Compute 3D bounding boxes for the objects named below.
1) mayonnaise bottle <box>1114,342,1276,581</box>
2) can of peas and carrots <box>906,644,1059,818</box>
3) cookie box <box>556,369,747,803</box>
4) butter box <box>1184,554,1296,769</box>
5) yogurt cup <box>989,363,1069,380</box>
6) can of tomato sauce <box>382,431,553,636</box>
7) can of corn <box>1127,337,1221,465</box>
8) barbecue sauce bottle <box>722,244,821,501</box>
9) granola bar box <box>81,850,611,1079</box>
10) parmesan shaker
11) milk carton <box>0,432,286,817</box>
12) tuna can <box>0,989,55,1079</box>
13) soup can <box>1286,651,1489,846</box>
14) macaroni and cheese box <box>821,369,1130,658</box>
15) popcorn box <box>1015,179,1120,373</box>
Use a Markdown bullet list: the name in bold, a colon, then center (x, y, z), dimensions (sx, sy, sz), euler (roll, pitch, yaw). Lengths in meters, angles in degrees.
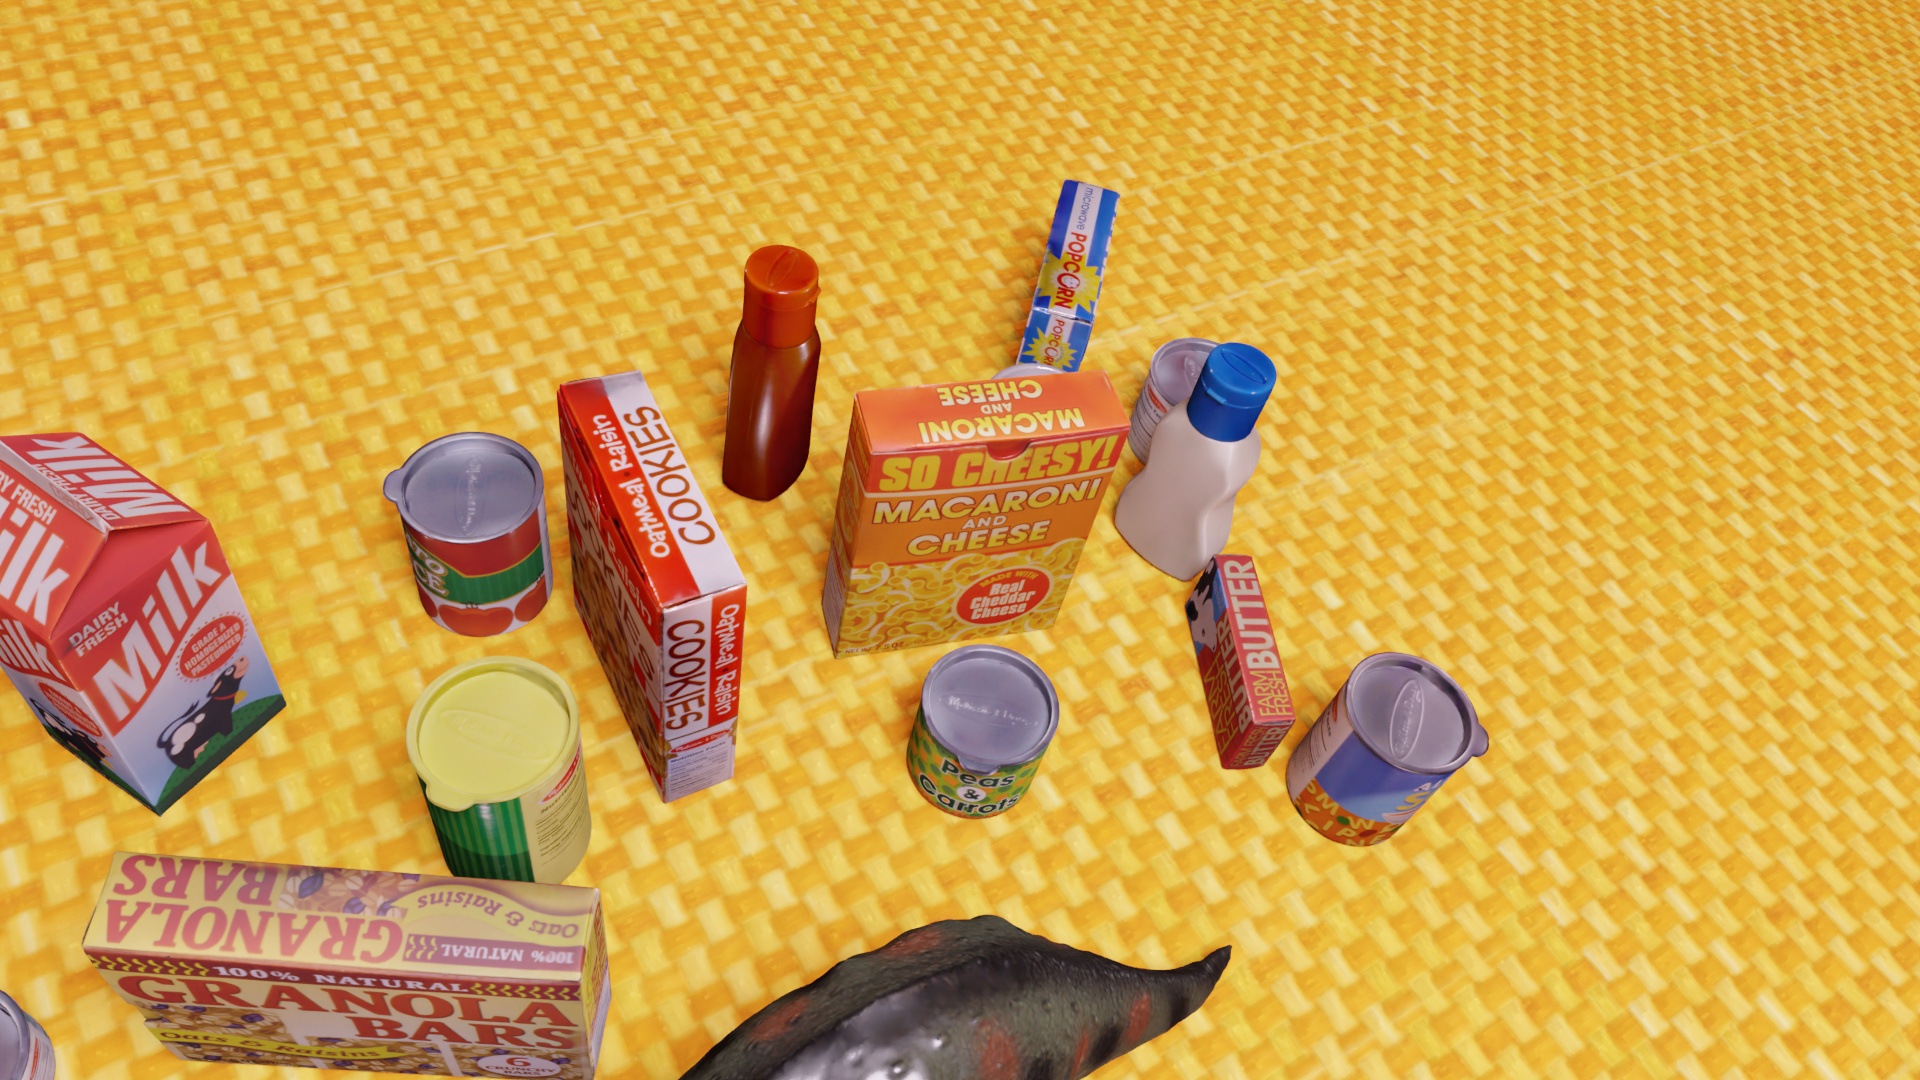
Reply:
- **mayonnaise bottle**: center (0.128, -0.042, 0.745), dimensions (0.065, 0.147, 0.041), euler (41, 56, 19)
- **can of peas and carrots**: center (0.009, 0.095, 0.671), dimensions (0.071, 0.058, 0.071), euler (6, 52, -8)
- **cookie box**: center (-0.140, 0.025, 0.624), dimensions (0.040, 0.166, 0.123), euler (-18, 59, -24)
- **butter box**: center (0.145, 0.063, 0.728), dimensions (0.024, 0.052, 0.104), euler (1, 53, -11)
- **yogurt cup**: center (0.041, -0.060, 0.800), dimensions (0.072, 0.053, 0.073), euler (6, 52, -8)
- **can of tomato sauce**: center (-0.237, -0.001, 0.677), dimensions (0.071, 0.082, 0.071), euler (6, 52, -8)
- **can of corn**: center (0.141, -0.078, 0.832), dimensions (0.071, 0.058, 0.071), euler (6, 52, -8)
- **barbecue sauce bottle**: center (-0.098, -0.088, 0.732), dimensions (0.044, 0.147, 0.065), euler (21, 52, 4)
- **granola bar box**: center (-0.221, 0.166, 0.526), dimensions (0.166, 0.123, 0.039), euler (6, 52, -7)
- **parmesan shaker**: center (-0.195, 0.106, 0.592), dimensions (0.071, 0.102, 0.071), euler (6, 52, -8)
- **milk carton**: center (-0.346, 0.028, 0.564), dimensions (0.072, 0.189, 0.074), euler (30, 53, 11)
- **tuna can**: center (-0.385, 0.203, 0.522), dimensions (0.071, 0.032, 0.071), euler (6, 52, -8)
- **soup can**: center (0.209, 0.106, 0.689), dimensions (0.071, 0.083, 0.072), euler (6, 52, -8)
- **macaroni and cheese box**: center (0.002, -0.009, 0.681), dimensions (0.124, 0.165, 0.040), euler (-7, 55, -17)
- **popcorn box**: center (0.063, -0.149, 0.852), dimensions (0.038, 0.084, 0.127), euler (15, 52, 0)
